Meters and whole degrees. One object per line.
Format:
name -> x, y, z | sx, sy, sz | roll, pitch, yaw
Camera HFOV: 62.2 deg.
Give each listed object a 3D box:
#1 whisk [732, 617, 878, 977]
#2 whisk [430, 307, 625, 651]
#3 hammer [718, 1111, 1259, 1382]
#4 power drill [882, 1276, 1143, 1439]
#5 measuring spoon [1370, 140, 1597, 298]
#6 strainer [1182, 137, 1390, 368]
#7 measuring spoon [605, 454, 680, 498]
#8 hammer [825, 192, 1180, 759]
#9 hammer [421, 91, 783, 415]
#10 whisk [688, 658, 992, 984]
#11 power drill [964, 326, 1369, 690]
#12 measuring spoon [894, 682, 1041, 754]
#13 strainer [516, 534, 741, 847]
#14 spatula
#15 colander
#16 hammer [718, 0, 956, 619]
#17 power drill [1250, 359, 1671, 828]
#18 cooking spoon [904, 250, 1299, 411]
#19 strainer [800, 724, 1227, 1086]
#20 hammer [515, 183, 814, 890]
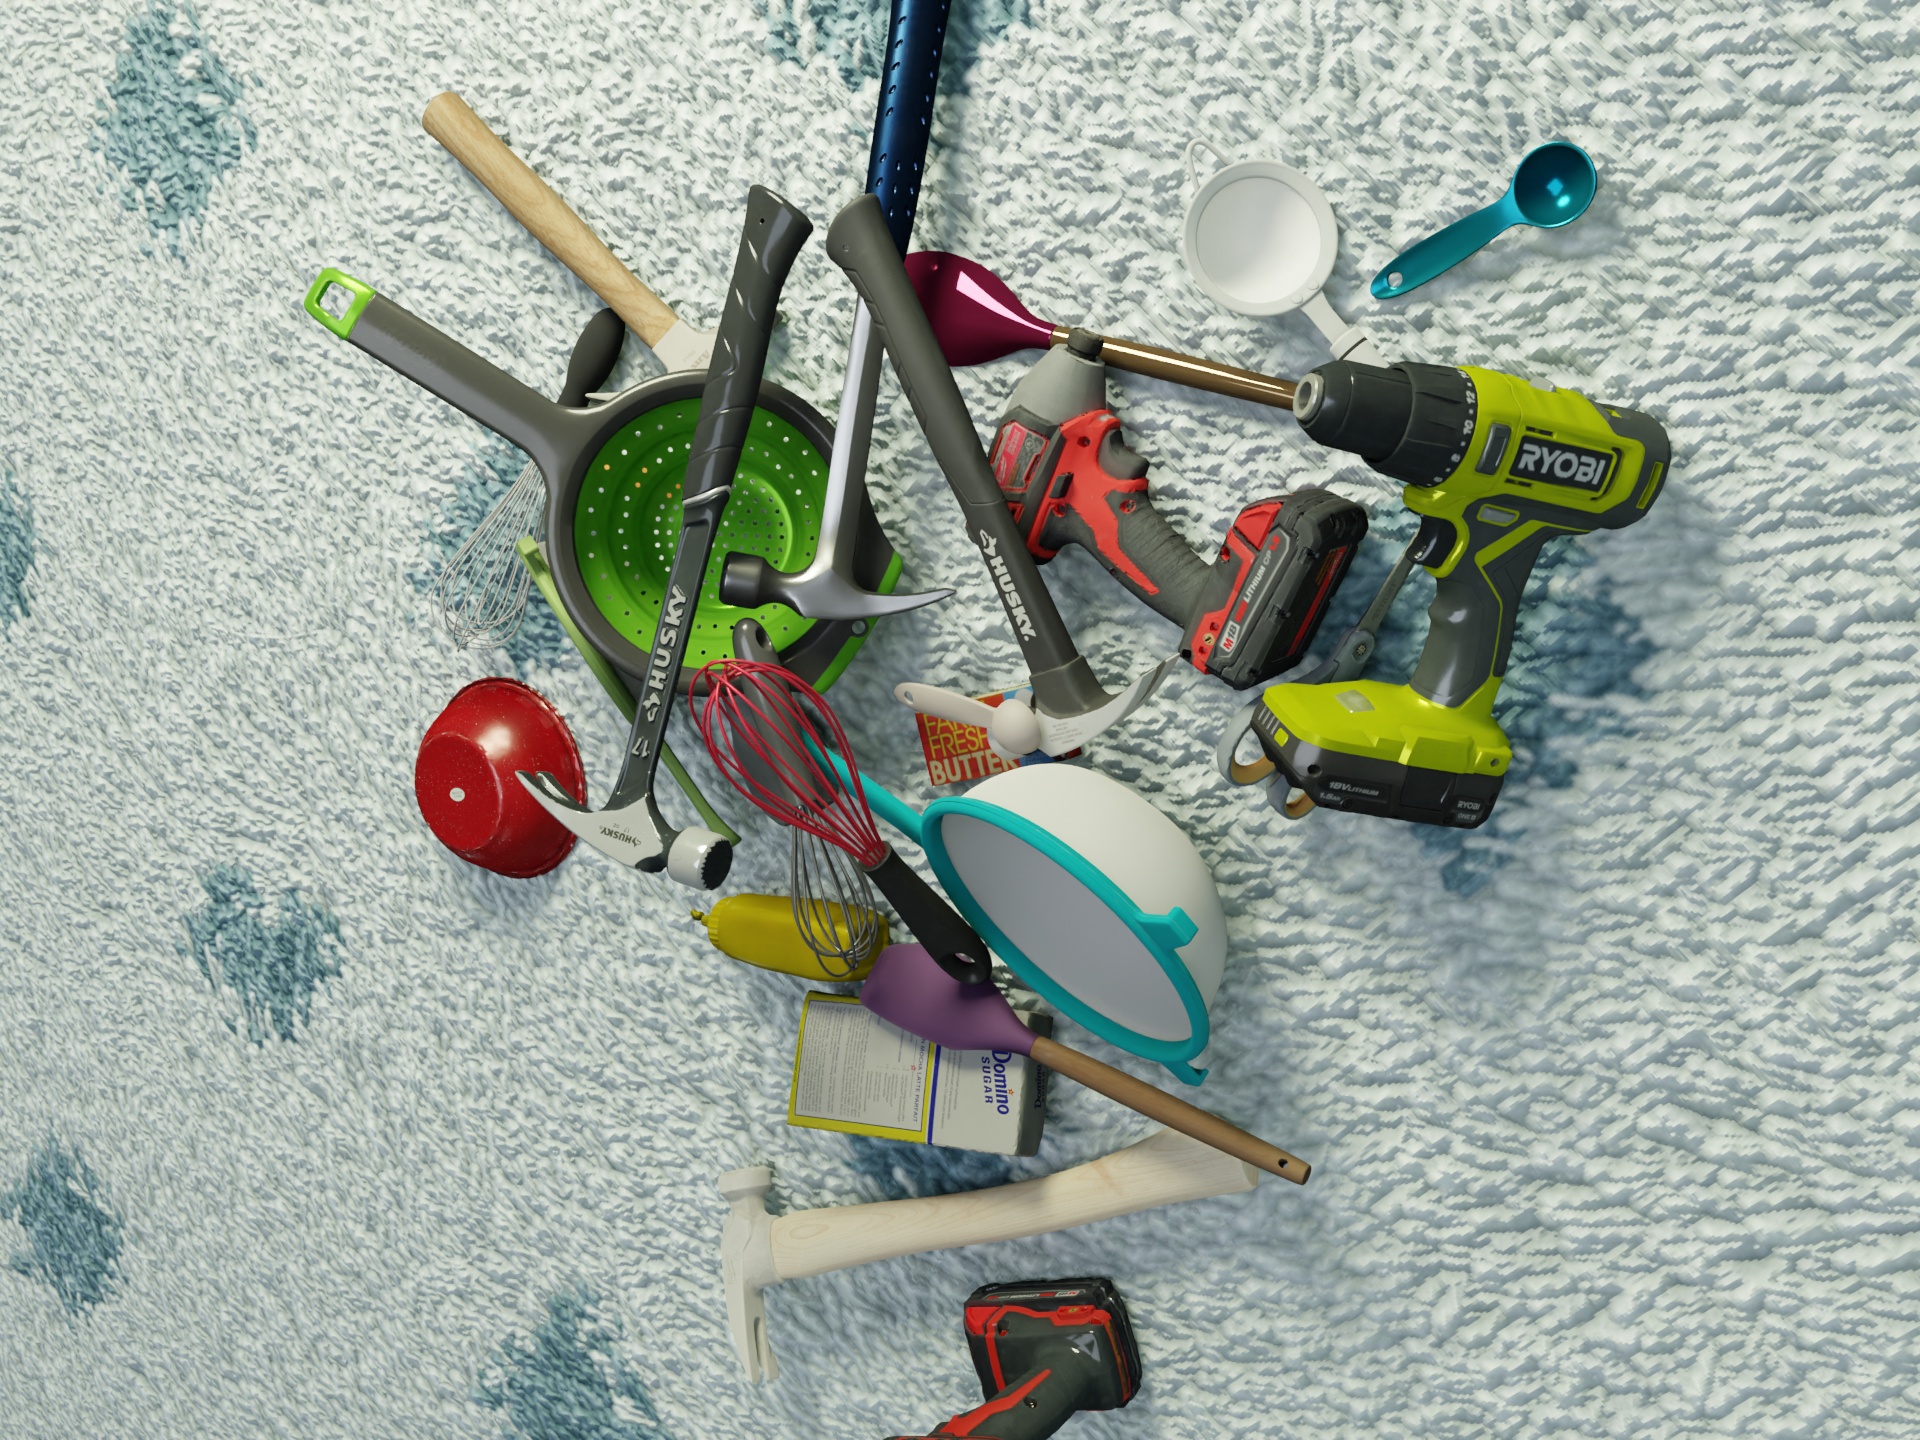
whisk -> -0.102, 0.050, 0.999 | 0.055, 0.055, 0.239 | -10, 103, 30
whisk -> -0.308, -0.170, 1.152 | 0.070, 0.070, 0.284 | 37, 110, 18
hammer -> 0.007, 0.341, 1.061 | 0.410, 0.038, 0.146 | -20, 68, 28
power drill -> -0.003, 0.438, 0.992 | 0.188, 0.226, 0.080 | -15, 91, 30
measuring spoon -> 0.275, -0.258, 0.840 | 0.128, 0.021, 0.042 | -26, 87, 39
strainer -> 0.205, -0.210, 0.870 | 0.087, 0.050, 0.258 | -39, 85, -3
measuring spoon -> -0.250, -0.180, 1.116 | 0.117, 0.011, 0.021 | 23, 104, -2
hammer -> 0.010, -0.139, 0.909 | 0.146, 0.035, 0.334 | -16, 101, 50
hammer -> -0.271, -0.330, 1.101 | 0.130, 0.031, 0.331 | -46, 71, 4
whisk -> -0.060, 0.068, 0.938 | 0.073, 0.073, 0.295 | -15, 130, 30
power drill -> 0.111, -0.124, 0.916 | 0.220, 0.078, 0.143 | 34, 118, 24
measuring spoon -> -0.002, -0.003, 0.965 | 0.124, 0.018, 0.034 | 16, 125, 43
strainer -> -0.209, -0.031, 1.106 | 0.069, 0.151, 0.256 | -34, 96, -7
spatula -> 0.069, 0.209, 0.979 | 0.316, 0.018, 0.060 | 20, 74, 31
colander -> -0.228, -0.164, 1.023 | 0.397, 0.094, 0.204 | 32, 93, -8
hammer -> -0.045, -0.260, 0.962 | 0.144, 0.035, 0.405 | 9, 96, -6
power drill -> 0.234, -0.068, 0.812 | 0.190, 0.080, 0.228 | 8, 113, -16
cooking spoon -> 0.079, -0.223, 0.949 | 0.319, 0.017, 0.068 | 21, 108, 25
strainer -> 0.037, 0.067, 0.972 | 0.341, 0.095, 0.210 | 33, 155, 30
hammer -> -0.159, -0.114, 0.947 | 0.149, 0.036, 0.409 | 16, 93, 24
